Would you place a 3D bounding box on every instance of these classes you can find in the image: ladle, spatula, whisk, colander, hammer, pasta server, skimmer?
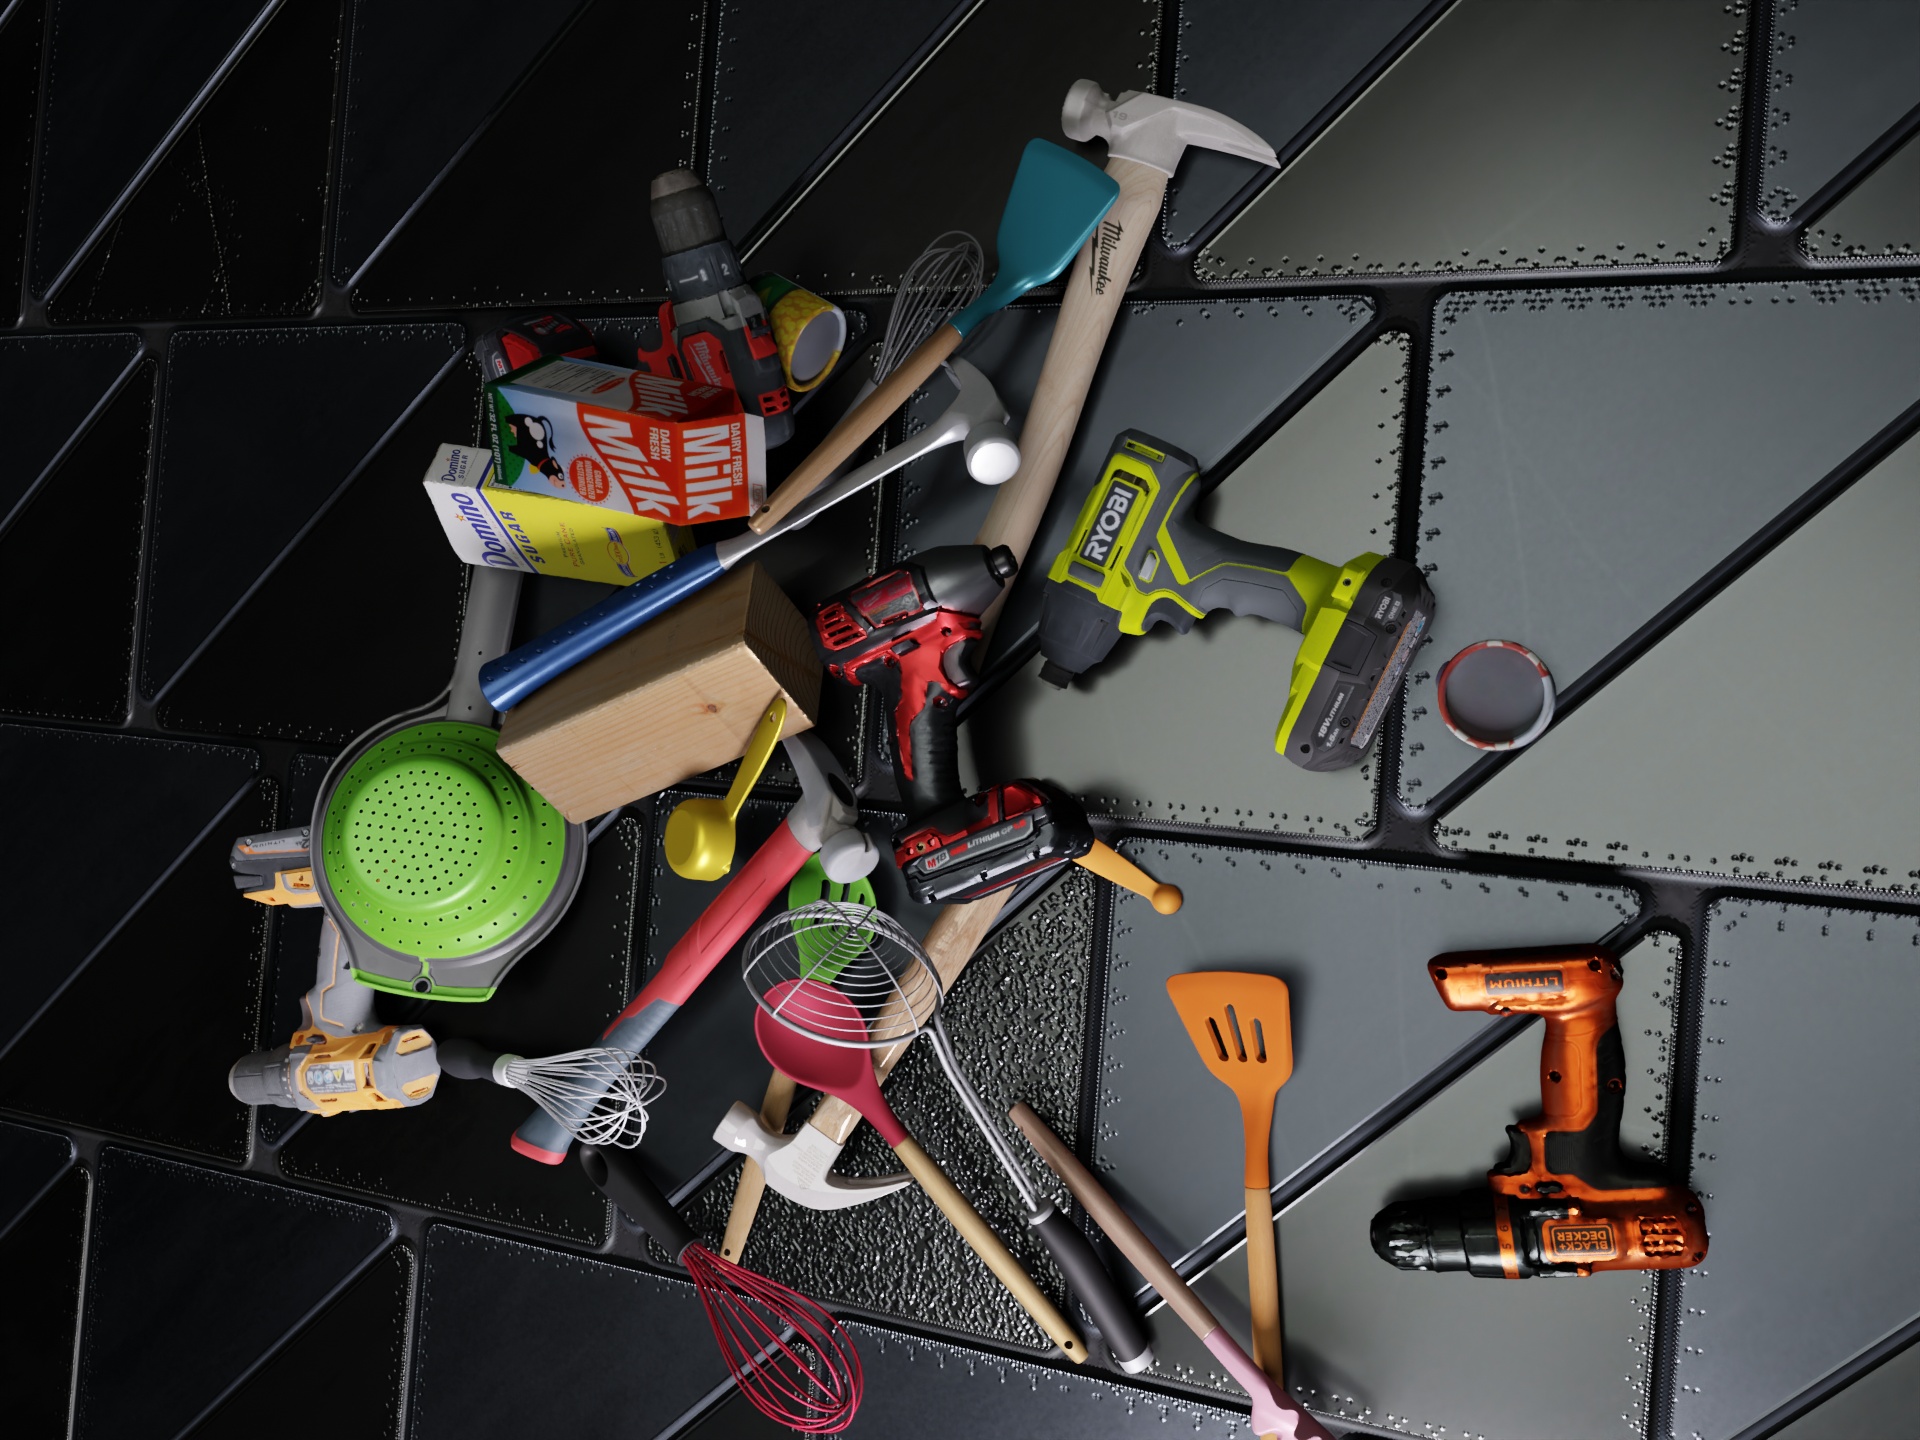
[{"bbox_3d":[-0.021,0.294,1.040,0.069,0.031,0.315,-41,87,8],"label":"ladle"},{"bbox_3d":[-0.026,-0.239,1.021,0.317,0.044,0.082,-46,63,-7],"label":"spatula"},{"bbox_3d":[-0.304,0.253,1.129,0.285,0.070,0.070,-3,86,46],"label":"whisk"},{"bbox_3d":[-0.367,0.004,1.160,0.204,0.094,0.397,8,81,-3],"label":"colander"},{"bbox_3d":[-0.027,0.185,1.067,0.130,0.031,0.331,34,97,6],"label":"hammer"},{"bbox_3d":[-0.207,0.172,1.136,0.386,0.038,0.143,-48,47,19],"label":"hammer"},{"bbox_3d":[0.180,0.314,0.981,0.081,0.041,0.322,-5,87,34],"label":"spatula"},{"bbox_3d":[0.131,0.362,0.985,0.316,0.040,0.060,46,144,25],"label":"pasta server"},{"bbox_3d":[-0.003,0.268,1.011,0.090,0.127,0.363,-28,97,31],"label":"skimmer"},{"bbox_3d":[-0.149,-0.118,1.063,0.405,0.035,0.144,-28,39,13],"label":"hammer"},{"bbox_3d":[-0.175,0.380,1.098,0.296,0.073,0.073,33,100,33],"label":"whisk"},{"bbox_3d":[0.072,-0.207,1.051,0.146,0.038,0.410,23,97,20],"label":"hammer"},{"bbox_3d":[-0.057,-0.231,1.100,0.055,0.055,0.239,42,107,18],"label":"whisk"}]

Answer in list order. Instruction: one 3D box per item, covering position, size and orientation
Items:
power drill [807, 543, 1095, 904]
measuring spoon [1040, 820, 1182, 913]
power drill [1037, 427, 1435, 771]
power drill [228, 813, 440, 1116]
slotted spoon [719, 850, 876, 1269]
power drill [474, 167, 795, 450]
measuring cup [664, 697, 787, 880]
[{"bbox_3d":[-0.002,-0.003,1.014,0.143,0.078,0.220,-25,75,18],"label":"power drill"},{"bbox_3d":[0.091,0.090,1.026,0.117,0.011,0.021,31,95,4],"label":"measuring spoon"},{"bbox_3d":[0.161,-0.063,0.989,0.223,0.080,0.171,28,98,24],"label":"power drill"},{"bbox_3d":[-0.508,0.197,1.248,0.185,0.084,0.226,-10,89,23],"label":"power drill"},{"bbox_3d":[-0.121,0.240,1.115,0.070,0.031,0.314,20,97,22],"label":"slotted spoon"},{"bbox_3d":[-0.228,-0.264,1.101,0.227,0.080,0.187,-5,110,34],"label":"power drill"},{"bbox_3d":[-0.159,0.044,1.069,0.156,0.029,0.062,-59,46,29],"label":"measuring cup"}]
